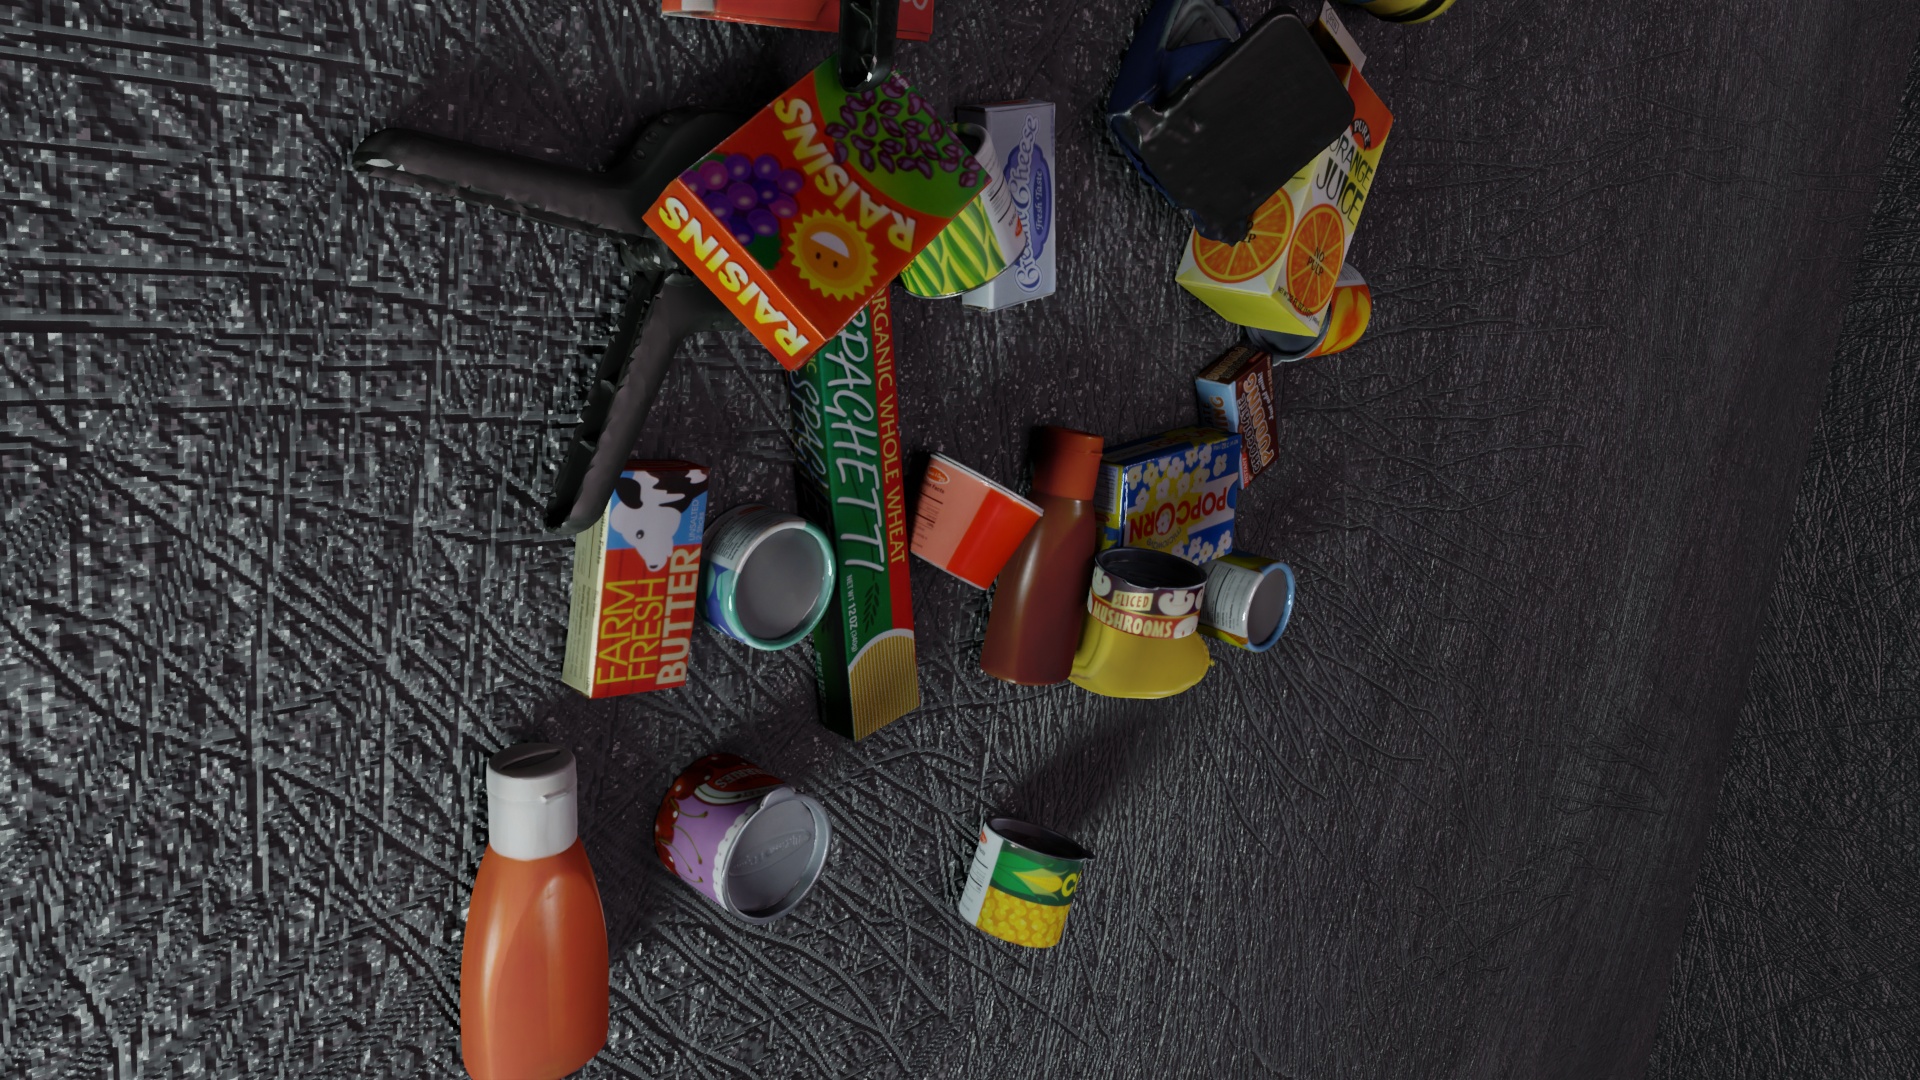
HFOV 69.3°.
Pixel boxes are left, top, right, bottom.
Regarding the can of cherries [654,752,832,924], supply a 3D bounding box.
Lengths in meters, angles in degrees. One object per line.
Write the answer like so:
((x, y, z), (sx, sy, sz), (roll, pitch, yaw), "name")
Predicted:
((-0.106, 0.142, 0.677), (0.072, 0.058, 0.071), (-19, 118, -41), "can of cherries")

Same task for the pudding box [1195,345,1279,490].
((0.188, -0.083, 0.940), (0.050, 0.030, 0.083), (-36, 128, -33), "pudding box")

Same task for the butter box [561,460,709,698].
((-0.143, 0.016, 0.614), (0.053, 0.024, 0.103), (-4, 107, -47), "butter box")

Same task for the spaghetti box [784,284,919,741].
((-0.054, -0.017, 0.697), (0.050, 0.029, 0.248), (-26, 122, -41), "spaghetti box")

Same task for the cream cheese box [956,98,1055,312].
((0.025, -0.176, 0.729), (0.053, 0.024, 0.103), (-22, 120, -41), "cream cheese box")

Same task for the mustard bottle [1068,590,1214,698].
((0.123, 0.074, 0.912), (0.160, 0.049, 0.065), (18, 91, -50), "mustard bottle")

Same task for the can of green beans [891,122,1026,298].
((-0.008, -0.159, 0.666), (0.071, 0.071, 0.057), (-47, 133, -26), "can of green beans")

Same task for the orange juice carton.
((0.212, -0.234, 0.877), (0.072, 0.073, 0.192), (22, 87, -49), "orange juice carton")

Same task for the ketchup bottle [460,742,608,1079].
((-0.186, 0.163, 0.607), (0.065, 0.043, 0.148), (-13, 113, -46), "ketchup bottle")

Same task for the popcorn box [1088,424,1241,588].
((0.127, -0.022, 0.889), (0.127, 0.038, 0.085), (-17, 115, -43), "popcorn box")

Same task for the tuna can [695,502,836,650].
((-0.093, 0.020, 0.664), (0.071, 0.033, 0.070), (-20, 118, -42), "tuna can")

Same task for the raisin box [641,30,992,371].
((-0.056, -0.141, 0.570), (0.086, 0.040, 0.124), (47, 56, -12), "raisin box")

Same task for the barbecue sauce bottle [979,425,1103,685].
((0.052, 0.009, 0.814), (0.065, 0.044, 0.148), (1, 103, -51), "barbecue sauce bottle")

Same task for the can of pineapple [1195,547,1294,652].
((0.193, 0.039, 0.969), (0.071, 0.058, 0.070), (-20, 119, -43), "can of pineapple")

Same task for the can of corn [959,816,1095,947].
((0.041, 0.210, 0.855), (0.071, 0.071, 0.058), (14, 95, -49), "can of corn")

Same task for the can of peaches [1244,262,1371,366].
((0.233, -0.154, 0.937), (0.058, 0.071, 0.071), (-15, 115, -45), "can of peaches")

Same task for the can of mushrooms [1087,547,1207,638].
((0.108, 0.031, 0.810), (0.071, 0.071, 0.033), (-11, 117, -46), "can of mushrooms")

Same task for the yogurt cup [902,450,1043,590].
((0.003, -0.009, 0.738), (0.072, 0.072, 0.054), (28, 91, -49), "yogurt cup")

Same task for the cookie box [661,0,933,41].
((-0.062, -0.299, 0.573), (0.123, 0.040, 0.166), (-14, 115, -45), "cookie box")
